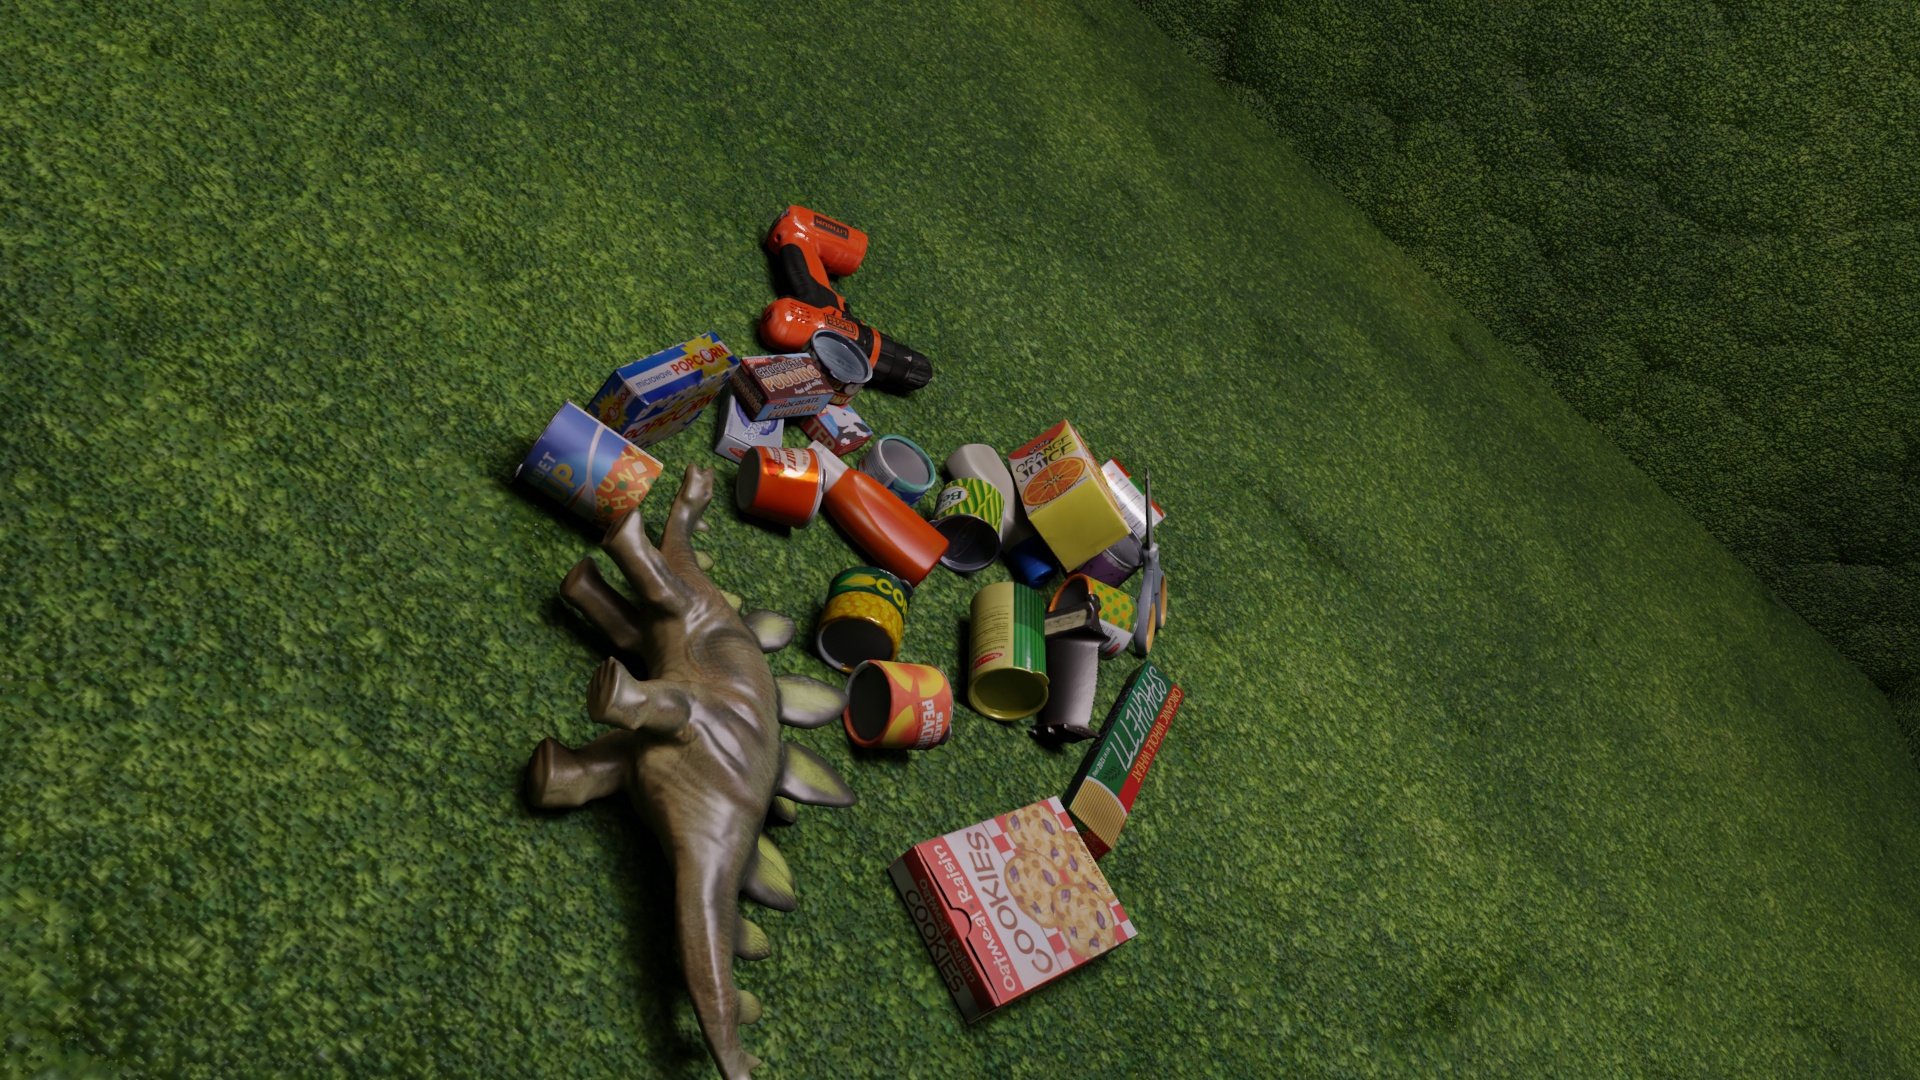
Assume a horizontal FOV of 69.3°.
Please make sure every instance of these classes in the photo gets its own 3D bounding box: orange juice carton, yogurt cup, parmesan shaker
[{"bbox_3d":[0.100,-0.054,1.351,0.073,0.072,0.193,53,11,-24],"label":"orange juice carton"},{"bbox_3d":[-0.149,-0.046,1.133,0.054,0.072,0.073,10,46,-29],"label":"yogurt cup"},{"bbox_3d":[0.042,0.092,1.177,0.071,0.071,0.103,29,36,-22],"label":"parmesan shaker"}]

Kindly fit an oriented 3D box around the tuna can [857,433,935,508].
[{"bbox_3d":[-0.056,-0.063,1.274,0.071,0.032,0.071,27,38,-23],"label":"tuna can"}]

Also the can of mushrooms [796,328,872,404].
[{"bbox_3d":[-0.117,-0.157,1.265,0.071,0.033,0.071,30,35,-24],"label":"can of mushrooms"}]

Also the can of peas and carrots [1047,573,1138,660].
[{"bbox_3d":[0.122,0.069,1.289,0.059,0.070,0.071,25,38,-26],"label":"can of peas and carrots"}]

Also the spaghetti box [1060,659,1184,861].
[{"bbox_3d":[0.142,0.186,1.218,0.050,0.028,0.251,44,34,-2],"label":"spaghetti box"}]

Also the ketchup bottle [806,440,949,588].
[{"bbox_3d":[-0.080,-0.025,1.199,0.149,0.043,0.065,41,33,-4],"label":"ketchup bottle"}]

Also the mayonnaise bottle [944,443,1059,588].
[{"bbox_3d":[0.042,-0.024,1.328,0.065,0.041,0.148,2,53,-56],"label":"mayonnaise bottle"}]

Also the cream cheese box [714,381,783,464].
[{"bbox_3d":[-0.180,-0.107,1.198,0.053,0.024,0.104,27,38,-26],"label":"cream cheese box"}]

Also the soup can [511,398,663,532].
[{"bbox_3d":[-0.270,-0.050,1.008,0.084,0.071,0.072,35,35,-14],"label":"soup can"}]

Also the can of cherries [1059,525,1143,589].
[{"bbox_3d":[0.138,0.015,1.371,0.071,0.058,0.072,27,38,-24],"label":"can of cherries"}]

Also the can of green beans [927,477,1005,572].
[{"bbox_3d":[0.006,-0.015,1.258,0.071,0.071,0.058,33,35,-17],"label":"can of green beans"}]

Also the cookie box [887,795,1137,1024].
[{"bbox_3d":[0.041,0.265,1.018,0.168,0.040,0.123,-6,58,-49],"label":"cookie box"}]

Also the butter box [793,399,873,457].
[{"bbox_3d":[-0.131,-0.123,1.267,0.103,0.024,0.053,49,33,7],"label":"butter box"}]

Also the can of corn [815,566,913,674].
[{"bbox_3d":[-0.074,0.063,1.087,0.071,0.071,0.058,33,36,-17],"label":"can of corn"}]

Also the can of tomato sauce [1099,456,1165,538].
[{"bbox_3d":[0.162,-0.035,1.444,0.083,0.071,0.071,49,34,5],"label":"can of tomato sauce"}]

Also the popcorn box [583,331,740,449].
[{"bbox_3d":[-0.239,-0.110,1.086,0.038,0.085,0.127,47,33,2],"label":"popcorn box"}]

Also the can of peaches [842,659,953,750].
[{"bbox_3d":[-0.047,0.126,1.049,0.058,0.071,0.071,11,46,-39],"label":"can of peaches"}]

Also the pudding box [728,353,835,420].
[{"bbox_3d":[-0.155,-0.134,1.202,0.084,0.030,0.050,-13,62,-52],"label":"pudding box"}]
